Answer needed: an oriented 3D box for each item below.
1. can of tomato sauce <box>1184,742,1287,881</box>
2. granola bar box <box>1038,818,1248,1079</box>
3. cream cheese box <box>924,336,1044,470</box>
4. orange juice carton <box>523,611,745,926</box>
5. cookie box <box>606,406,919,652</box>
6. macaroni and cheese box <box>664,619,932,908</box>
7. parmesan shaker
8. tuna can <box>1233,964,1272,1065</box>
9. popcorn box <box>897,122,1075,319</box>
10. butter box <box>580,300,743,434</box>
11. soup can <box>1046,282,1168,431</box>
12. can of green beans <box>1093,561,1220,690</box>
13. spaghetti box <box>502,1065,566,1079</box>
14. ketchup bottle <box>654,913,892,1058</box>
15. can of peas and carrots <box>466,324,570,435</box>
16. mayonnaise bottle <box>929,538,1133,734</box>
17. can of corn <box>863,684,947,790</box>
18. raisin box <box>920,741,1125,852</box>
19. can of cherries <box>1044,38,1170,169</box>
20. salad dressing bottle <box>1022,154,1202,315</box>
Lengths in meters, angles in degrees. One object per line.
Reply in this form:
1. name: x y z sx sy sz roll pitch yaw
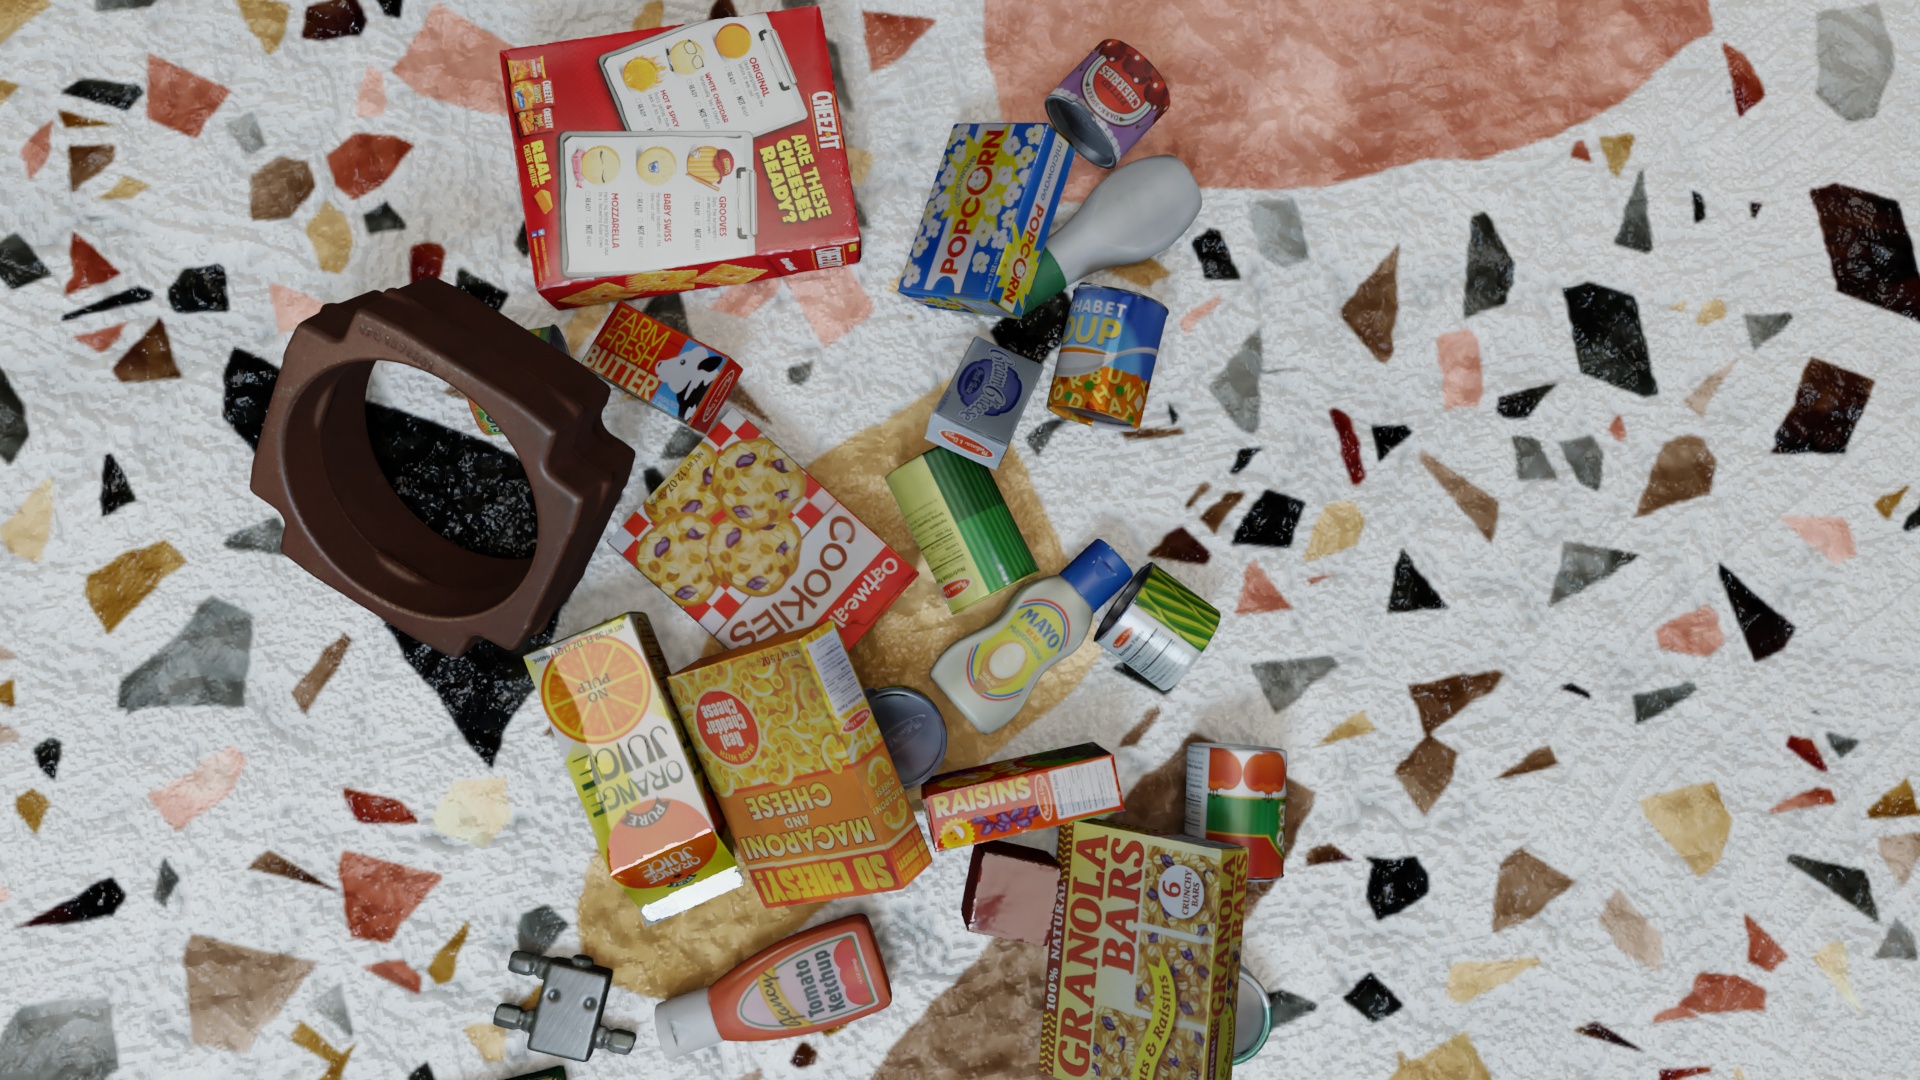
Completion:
1. can of tomato sauce: 0.184 0.178 0.919 0.071 0.071 0.083 3 85 -2
2. granola bar box: 0.116 0.269 0.889 0.124 0.039 0.165 2 84 40
3. cream cheese box: 0.017 -0.093 0.922 0.053 0.024 0.104 24 41 0
4. orange juice carton: -0.207 0.147 0.900 0.072 0.073 0.192 -22 88 -4
5. cookie box: -0.130 0.012 0.930 0.167 0.040 0.123 42 85 1
6. macaroni and cheese box: -0.102 0.144 0.879 0.123 0.040 0.166 -18 98 35
7. parmesan shaker: 0.003 -0.012 0.923 0.071 0.071 0.103 -26 87 -4
8. tuna can: 0.170 0.315 0.925 0.071 0.033 0.071 0 85 -3
9. popcorn box: 0.017 -0.216 0.934 0.085 0.038 0.127 14 84 39
10. butter box: -0.200 -0.116 0.927 0.103 0.024 0.053 28 85 23
11. soup can: 0.097 -0.123 0.936 0.071 0.071 0.084 14 86 -1
12. can of green beans: 0.131 0.057 0.926 0.058 0.071 0.071 36 85 -1
13. spaghetti box: -0.376 0.397 0.896 0.250 0.028 0.050 -13 87 -4
14. ketchup bottle: -0.123 0.297 0.908 0.149 0.043 0.064 -18 87 -3
15. can of peas and carrots: -0.290 -0.104 0.917 0.059 0.071 0.071 -10 87 -2
16. mayonnaise bottle: 0.051 0.060 0.934 0.148 0.041 0.065 -43 88 -4
17. can of corn: -0.044 0.127 0.917 0.071 0.058 0.071 0 86 -2
18. raisin box: 0.037 0.165 0.904 0.123 0.086 0.040 -12 89 -3
19. can of cherries: 0.101 -0.299 0.949 0.071 0.071 0.058 43 85 1
20. salad dressing bottle: 0.094 -0.209 0.957 0.148 0.044 0.064 -32 90 -3
